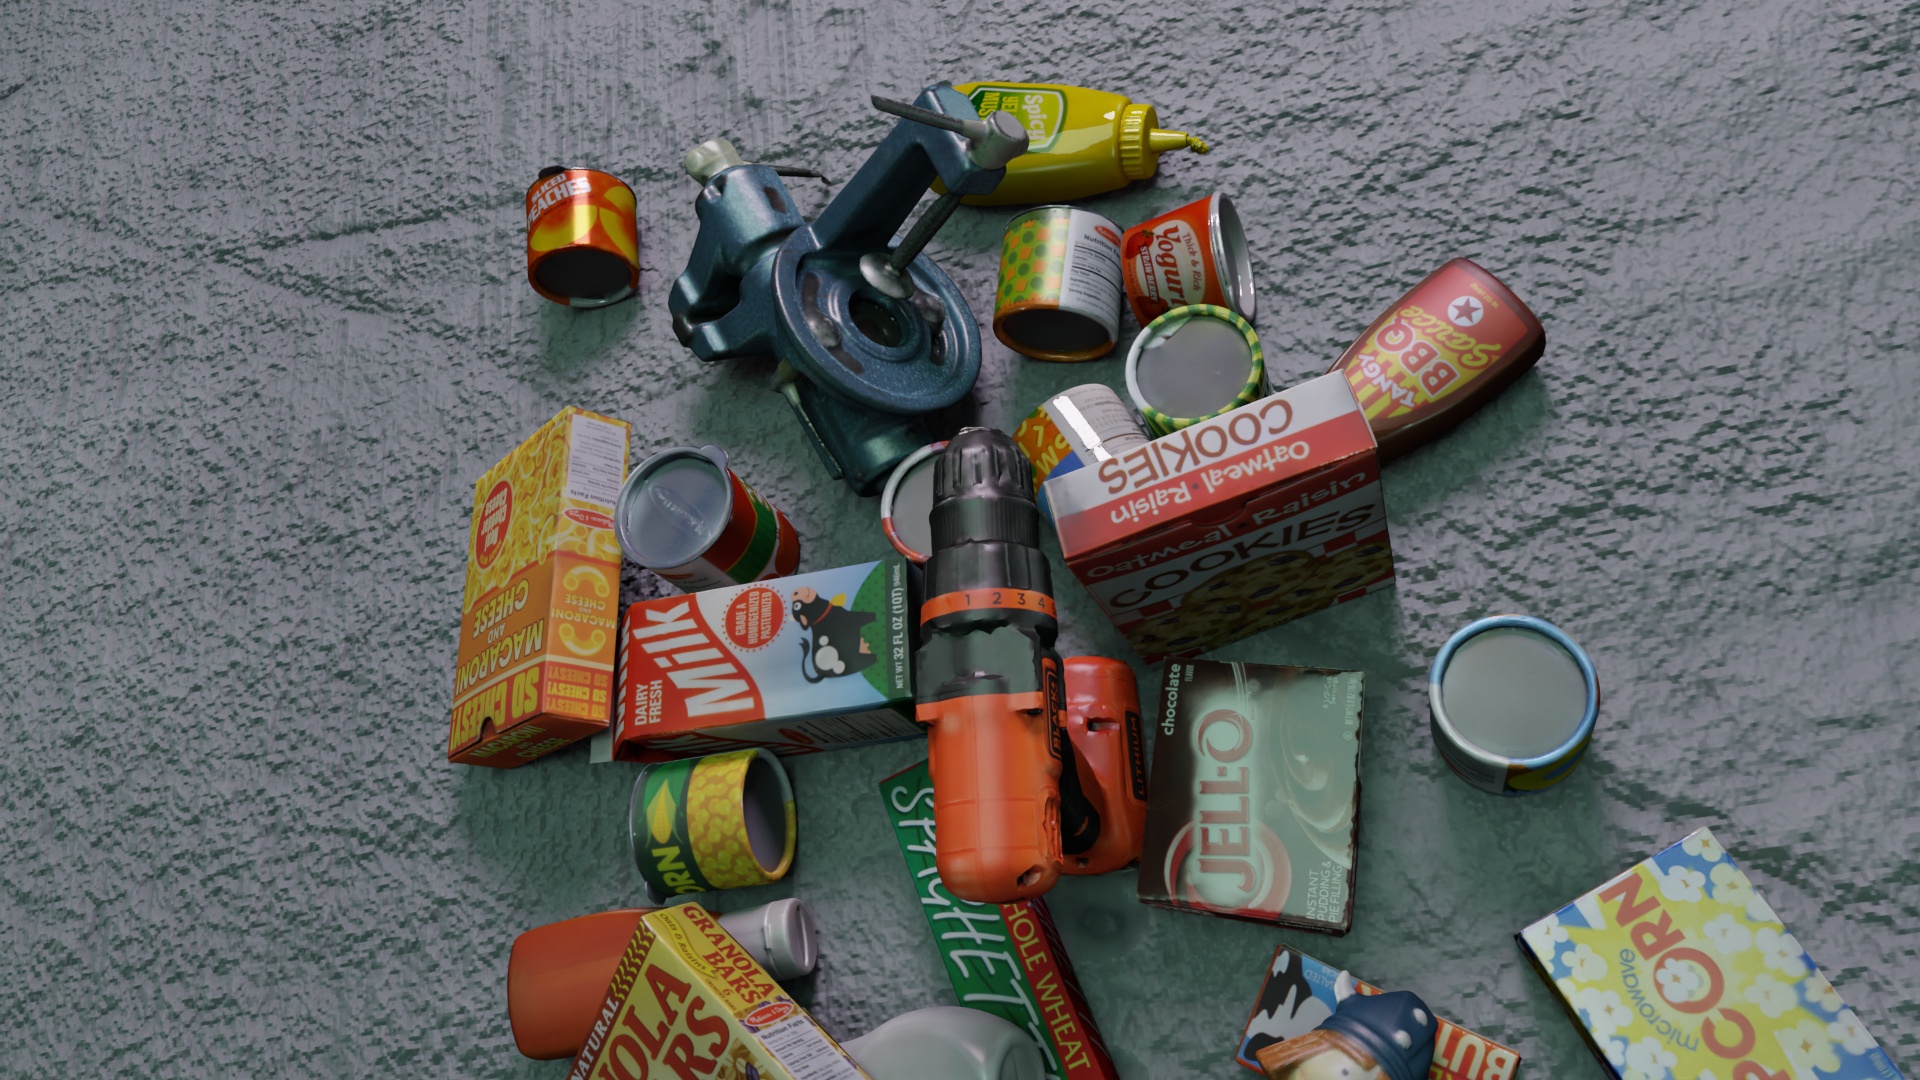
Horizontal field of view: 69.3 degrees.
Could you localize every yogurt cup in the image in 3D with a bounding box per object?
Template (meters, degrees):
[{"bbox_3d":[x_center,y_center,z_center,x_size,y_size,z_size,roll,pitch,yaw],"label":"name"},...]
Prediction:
[{"bbox_3d":[0.115,-0.138,0.707,0.054,0.072,0.072,-10,66,24],"label":"yogurt cup"}]

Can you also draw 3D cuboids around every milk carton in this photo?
[{"bbox_3d":[-0.101,0.066,0.696,0.190,0.073,0.072,-11,66,16],"label":"milk carton"}]

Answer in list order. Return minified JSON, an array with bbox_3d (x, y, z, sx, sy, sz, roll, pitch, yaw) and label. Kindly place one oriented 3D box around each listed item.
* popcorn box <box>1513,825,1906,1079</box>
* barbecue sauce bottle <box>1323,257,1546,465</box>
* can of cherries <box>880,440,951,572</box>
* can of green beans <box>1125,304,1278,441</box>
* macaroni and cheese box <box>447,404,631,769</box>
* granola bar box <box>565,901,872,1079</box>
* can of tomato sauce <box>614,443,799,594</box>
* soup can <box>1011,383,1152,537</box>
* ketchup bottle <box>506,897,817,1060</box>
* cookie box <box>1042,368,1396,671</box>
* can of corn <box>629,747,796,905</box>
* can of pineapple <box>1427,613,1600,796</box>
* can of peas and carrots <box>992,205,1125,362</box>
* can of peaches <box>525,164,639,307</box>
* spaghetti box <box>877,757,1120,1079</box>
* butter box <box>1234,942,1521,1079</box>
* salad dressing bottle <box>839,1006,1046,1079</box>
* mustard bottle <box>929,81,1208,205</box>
[{"bbox_3d":[0.287,0.186,0.531,0.085,0.038,0.127,-32,62,6],"label":"popcorn box"},{"bbox_3d":[0.199,-0.066,0.660,0.148,0.043,0.065,-39,63,2],"label":"barbecue sauce bottle"},{"bbox_3d":[0.002,-0.009,0.697,0.071,0.058,0.072,-7,67,17],"label":"can of cherries"},{"bbox_3d":[0.119,-0.074,0.683,0.071,0.057,0.071,-7,68,17],"label":"can of green beans"},{"bbox_3d":[-0.227,0.028,0.743,0.123,0.040,0.167,-25,58,45],"label":"macaroni and cheese box"},{"bbox_3d":[-0.120,0.264,0.608,0.124,0.039,0.165,36,108,29],"label":"granola bar box"},{"bbox_3d":[-0.130,-0.005,0.728,0.071,0.083,0.071,-7,68,17],"label":"can of tomato sauce"},{"bbox_3d":[0.069,-0.023,0.677,0.071,0.071,0.084,-36,61,4],"label":"soup can"},{"bbox_3d":[-0.144,0.206,0.672,0.149,0.043,0.065,-16,67,13],"label":"ketchup bottle"},{"bbox_3d":[0.117,0.000,0.592,0.123,0.167,0.040,-21,65,11],"label":"cookie box"},{"bbox_3d":[-0.119,0.139,0.677,0.058,0.071,0.071,-11,67,15],"label":"can of corn"},{"bbox_3d":[0.233,0.069,0.586,0.071,0.057,0.071,-7,67,17],"label":"can of pineapple"},{"bbox_3d":[0.051,-0.132,0.727,0.071,0.071,0.059,1,71,20],"label":"can of peas and carrots"},{"bbox_3d":[-0.230,-0.183,0.842,0.071,0.071,0.058,-14,67,14],"label":"can of peaches"},{"bbox_3d":[0.029,0.209,0.619,0.050,0.028,0.251,-28,63,7],"label":"spaghetti box"},{"bbox_3d":[0.170,0.212,0.570,0.103,0.024,0.053,20,78,25],"label":"butter box"},{"bbox_3d":[-0.035,0.237,0.603,0.147,0.044,0.064,-14,83,32],"label":"salad dressing bottle"},{"bbox_3d":[0.057,-0.221,0.767,0.160,0.048,0.065,4,73,21],"label":"mustard bottle"}]
